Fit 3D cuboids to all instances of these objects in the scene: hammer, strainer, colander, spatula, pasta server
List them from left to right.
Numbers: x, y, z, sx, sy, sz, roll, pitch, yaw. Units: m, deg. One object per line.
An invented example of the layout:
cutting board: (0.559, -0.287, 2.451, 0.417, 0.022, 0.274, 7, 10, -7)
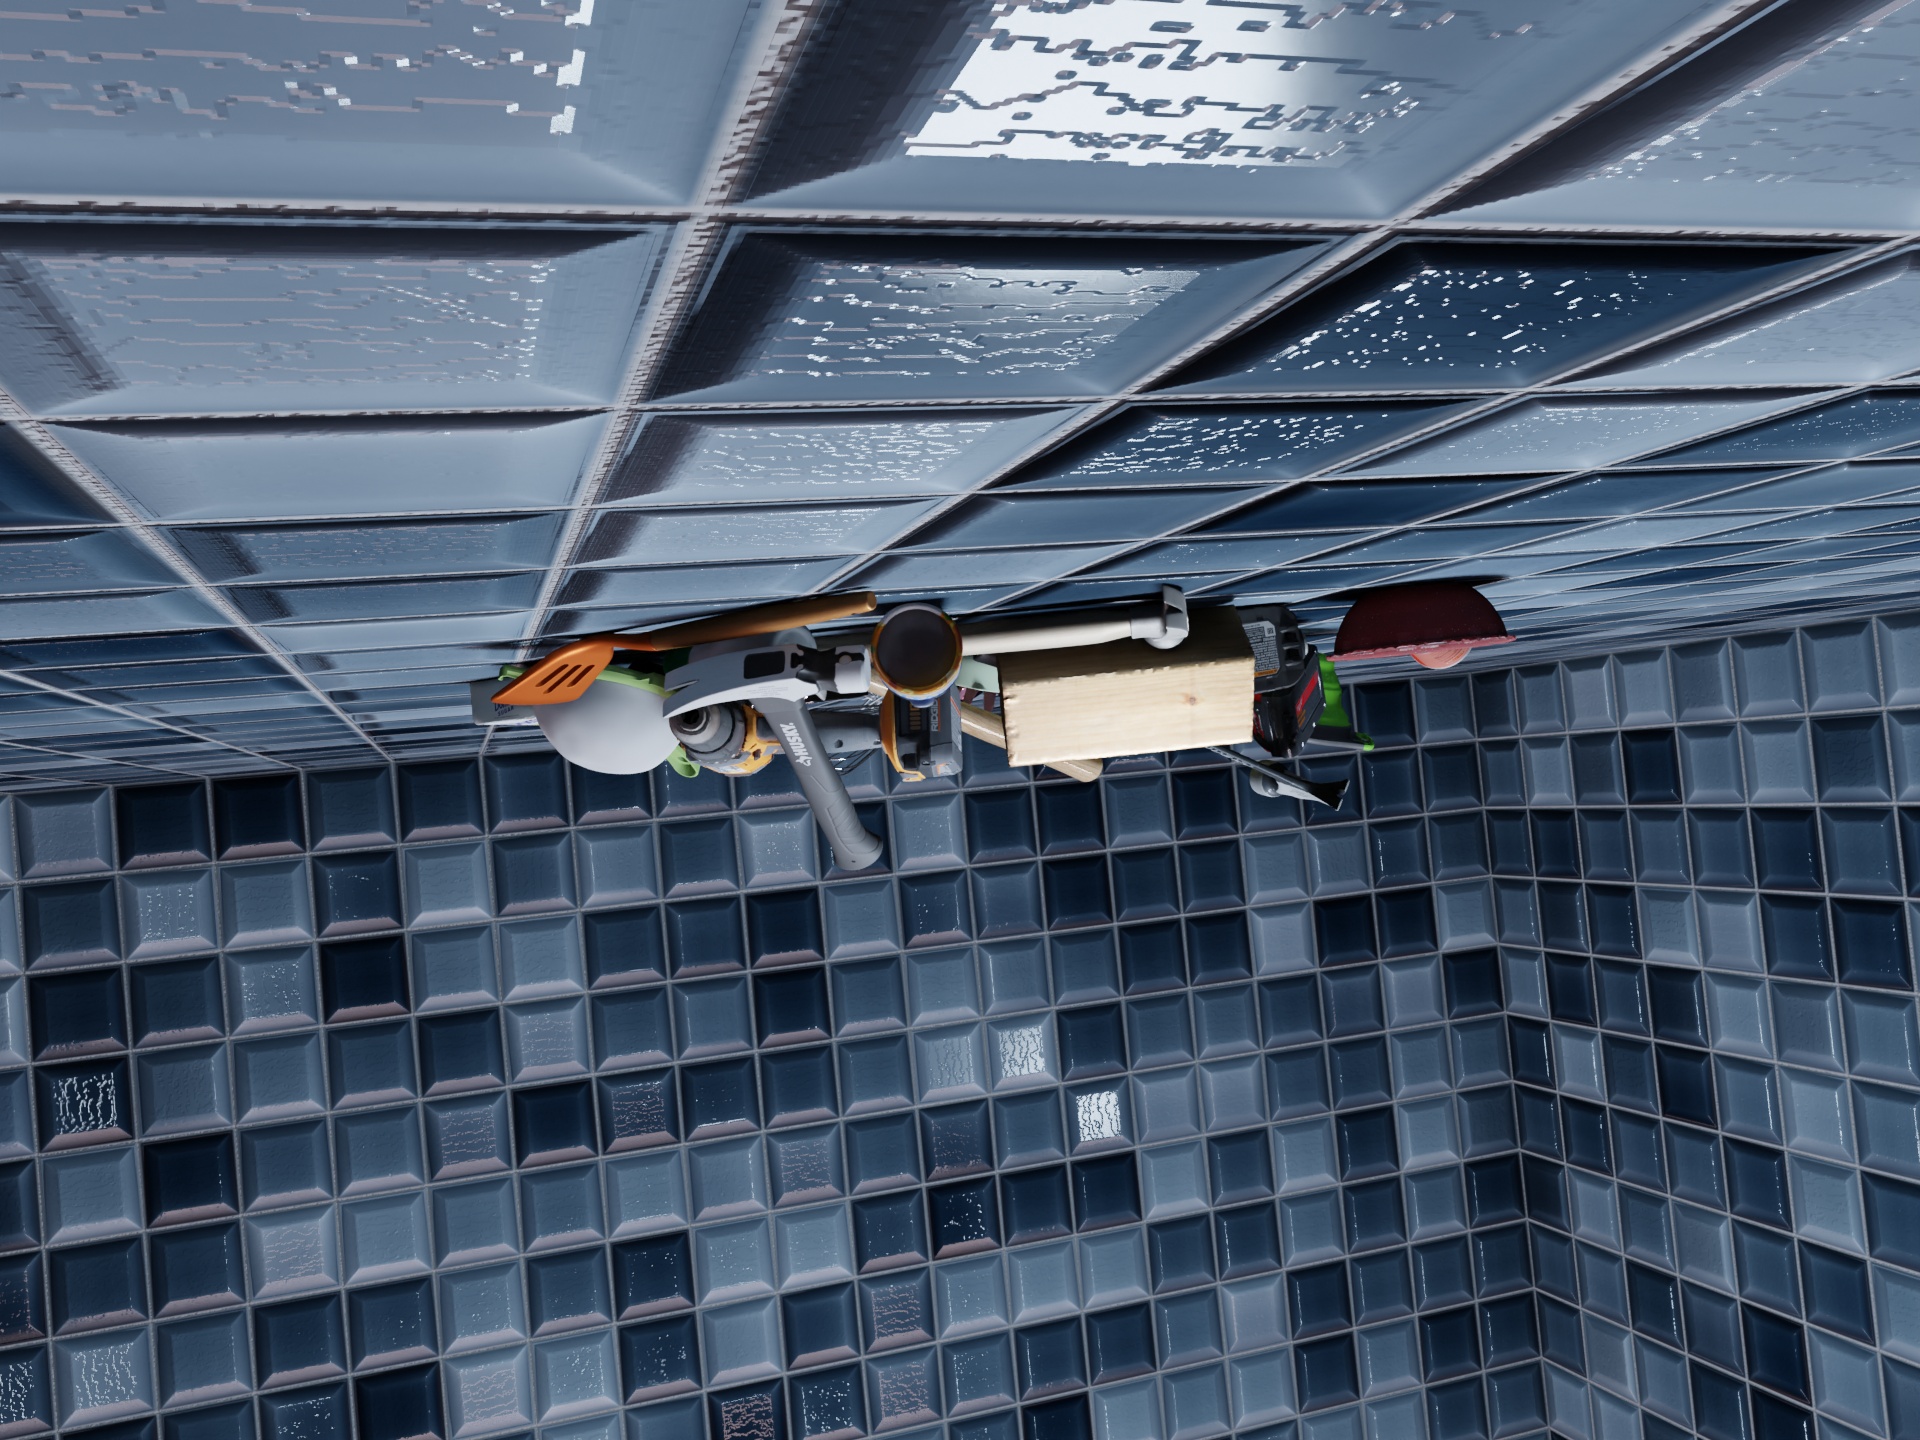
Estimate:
strainer: (-0.285, 0.025, 1.380, 0.151, 0.069, 0.256, 3, 160, 15)
spatula: (-0.190, -0.050, 1.097, 0.322, 0.041, 0.081, -8, 176, 33)
hammer: (-0.211, -0.035, 1.547, 0.143, 0.038, 0.386, -7, 178, 14)
hammer: (-0.116, 0.039, 1.209, 0.146, 0.035, 0.334, -4, 152, 6)
hammer: (-0.028, -0.063, 1.250, 0.410, 0.038, 0.146, -5, 177, 7)
hammer: (-0.002, -0.005, 1.457, 0.331, 0.031, 0.130, 22, 163, -33)
pasta server: (0.051, -0.023, 1.647, 0.060, 0.040, 0.316, 10, 180, 12)
hammer: (0.184, 0.003, 1.472, 0.408, 0.036, 0.149, 22, 177, -26)
colander: (0.283, -0.056, 1.823, 0.397, 0.094, 0.204, 12, -171, 7)

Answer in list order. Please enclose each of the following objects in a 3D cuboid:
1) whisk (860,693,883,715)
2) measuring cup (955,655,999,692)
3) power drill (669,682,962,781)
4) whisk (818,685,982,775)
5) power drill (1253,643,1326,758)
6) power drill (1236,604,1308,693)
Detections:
whisk: (-0.059, -0.042, 1.698, 0.058, 0.059, 0.246, -31, -177, -21)
measuring cup: (0.050, -0.045, 1.473, 0.167, 0.038, 0.083, 7, -173, -19)
power drill: (-0.117, 0.005, 1.282, 0.226, 0.084, 0.185, -2, 172, 5)
whisk: (-0.059, -0.006, 1.536, 0.070, 0.070, 0.284, -7, -168, 41)
power drill: (0.260, -0.023, 1.673, 0.220, 0.078, 0.143, 4, -145, 32)
power drill: (0.252, -0.061, 1.517, 0.190, 0.080, 0.228, -9, 180, 0)
